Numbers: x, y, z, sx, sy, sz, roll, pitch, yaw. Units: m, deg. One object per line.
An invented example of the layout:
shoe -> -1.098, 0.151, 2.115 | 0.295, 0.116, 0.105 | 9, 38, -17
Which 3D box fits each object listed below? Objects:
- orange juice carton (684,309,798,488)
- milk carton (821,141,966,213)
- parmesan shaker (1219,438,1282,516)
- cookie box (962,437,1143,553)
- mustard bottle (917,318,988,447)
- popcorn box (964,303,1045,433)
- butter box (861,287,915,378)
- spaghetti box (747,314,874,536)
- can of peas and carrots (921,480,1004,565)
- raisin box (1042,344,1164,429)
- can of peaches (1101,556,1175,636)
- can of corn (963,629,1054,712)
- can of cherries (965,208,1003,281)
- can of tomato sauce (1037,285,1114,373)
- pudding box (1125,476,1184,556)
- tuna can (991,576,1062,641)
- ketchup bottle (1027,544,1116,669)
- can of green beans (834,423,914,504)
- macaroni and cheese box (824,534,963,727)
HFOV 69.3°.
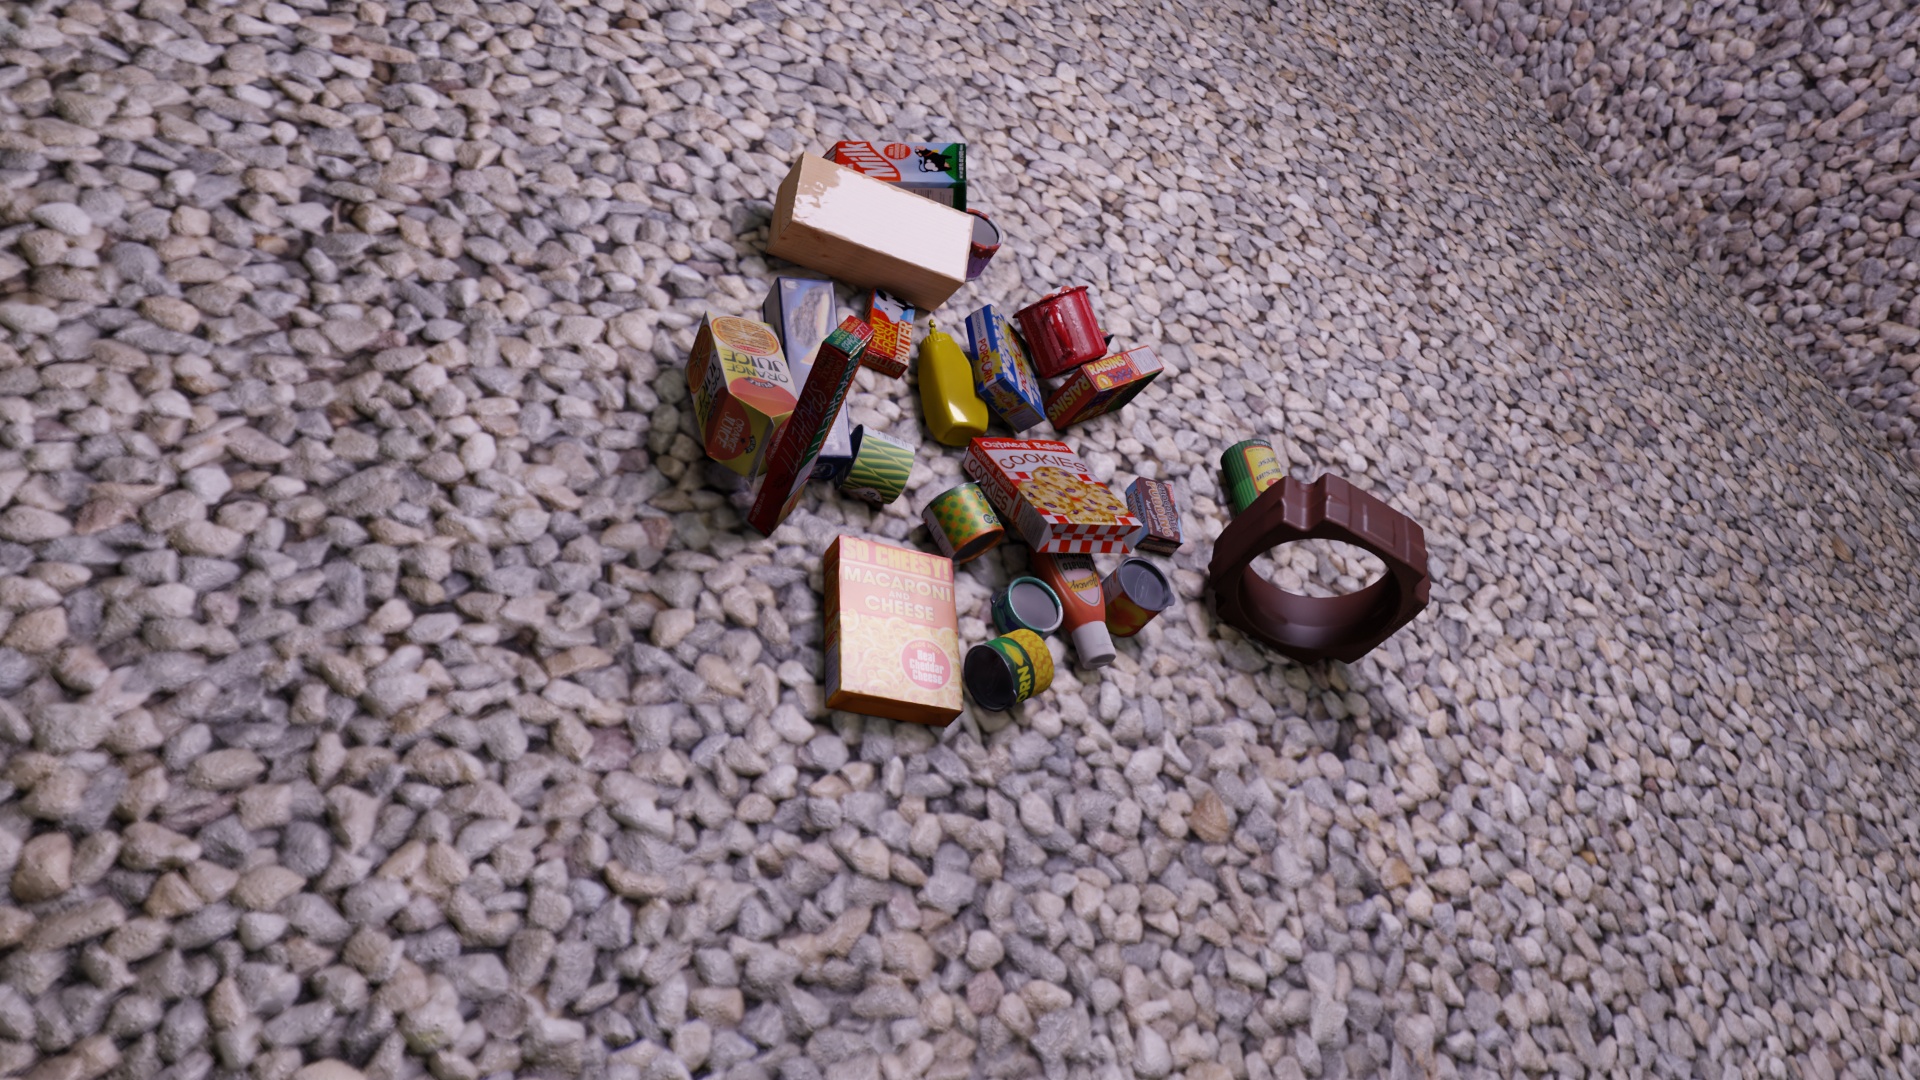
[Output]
orange juice carton -> -0.204, -0.134, 1.311 | 0.073, 0.071, 0.193 | 9, 35, -27
milk carton -> -0.088, -0.411, 1.605 | 0.191, 0.073, 0.073 | 0, 53, -2
parmesan shaker -> 0.353, -0.063, 1.657 | 0.071, 0.071, 0.103 | 7, 54, -29
cookie box -> 0.095, -0.049, 1.458 | 0.123, 0.040, 0.168 | 1, 34, -33
mustard bottle -> -0.015, -0.177, 1.519 | 0.065, 0.048, 0.161 | 11, 51, -35
popcorn box -> 0.049, -0.192, 1.547 | 0.085, 0.038, 0.127 | 42, 29, -43
butter box -> -0.081, -0.230, 1.533 | 0.053, 0.024, 0.104 | 21, 49, -20
spaghetti box -> -0.136, -0.098, 1.243 | 0.029, 0.248, 0.050 | 34, 45, 2
can of peas and carrots -> 0.005, -0.018, 1.397 | 0.071, 0.070, 0.059 | -15, 68, -39
raisin box -> 0.165, -0.177, 1.609 | 0.124, 0.085, 0.040 | -22, 76, -41
can of peaches -> 0.181, 0.061, 1.459 | 0.071, 0.057, 0.071 | 18, 49, -22
can of corn -> 0.048, 0.124, 1.319 | 0.058, 0.070, 0.071 | -18, 68, -41
can of cherries -> 0.007, -0.354, 1.660 | 0.071, 0.058, 0.072 | 18, 49, -22
can of tomato sauce -> 0.130, -0.253, 1.655 | 0.071, 0.070, 0.083 | -25, 73, -42
pudding box -> 0.220, -0.028, 1.571 | 0.050, 0.030, 0.084 | 15, 51, -25
tuna can -> 0.066, 0.070, 1.396 | 0.071, 0.032, 0.071 | 17, 50, -22
ketchup bottle -> 0.119, 0.060, 1.432 | 0.065, 0.043, 0.149 | 1, 58, -33
can of green beans -> -0.085, -0.075, 1.385 | 0.058, 0.071, 0.071 | 22, 48, -19
macaroni and cheese box -> -0.065, 0.084, 1.297 | 0.124, 0.040, 0.167 | 13, 52, -24
